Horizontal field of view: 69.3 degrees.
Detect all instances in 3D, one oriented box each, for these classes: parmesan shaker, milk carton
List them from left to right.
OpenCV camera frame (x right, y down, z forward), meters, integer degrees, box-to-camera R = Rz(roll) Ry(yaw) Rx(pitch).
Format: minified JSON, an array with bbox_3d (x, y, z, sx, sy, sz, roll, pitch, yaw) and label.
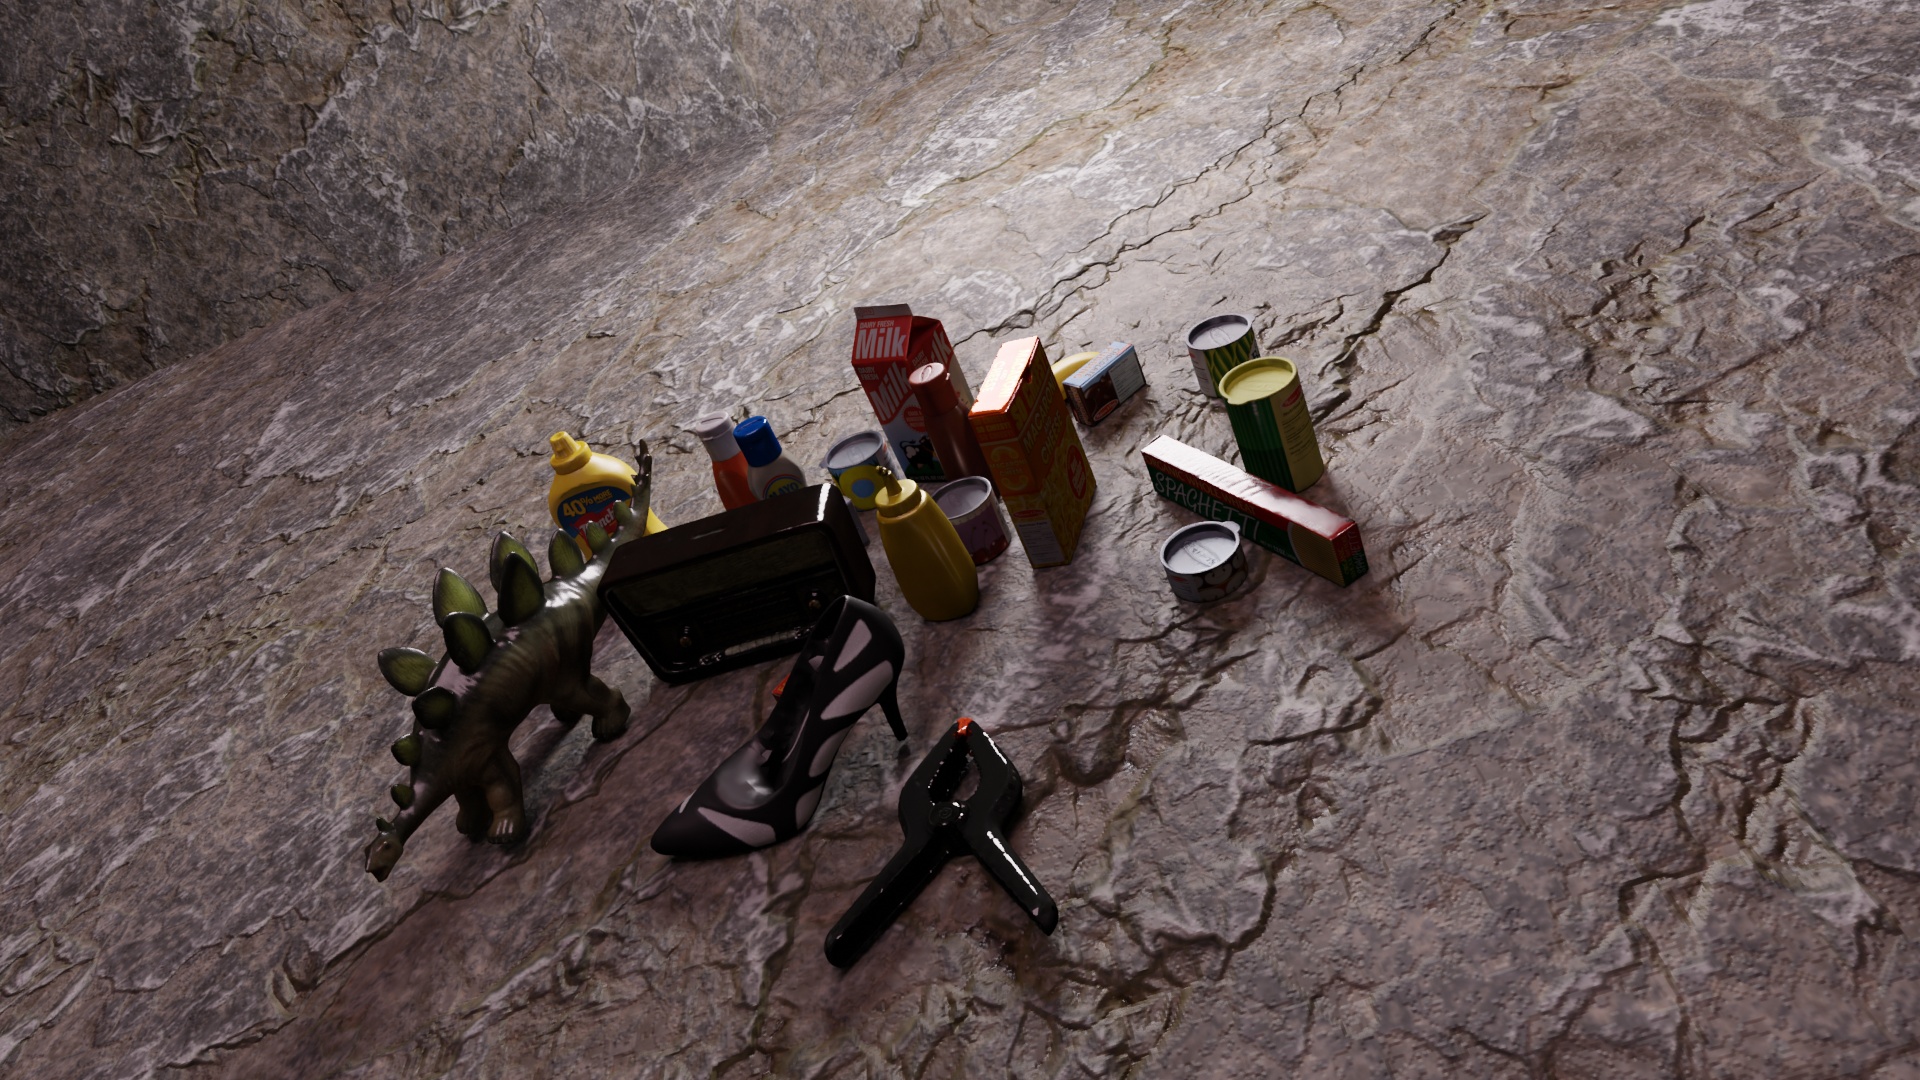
[{"bbox_3d":[-0.045,-0.155,1.397,0.072,0.189,0.074,1,40,35],"label":"milk carton"},{"bbox_3d":[0.265,-0.095,1.187,0.071,0.102,0.072,-17,32,11],"label":"parmesan shaker"}]

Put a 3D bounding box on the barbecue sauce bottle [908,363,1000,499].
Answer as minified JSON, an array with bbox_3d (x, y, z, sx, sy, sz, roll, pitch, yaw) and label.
[{"bbox_3d":[-0.005,-0.098,1.327,0.043,0.148,0.065,-12,34,20],"label":"barbecue sauce bottle"}]

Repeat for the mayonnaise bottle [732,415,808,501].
[{"bbox_3d":[-0.178,-0.053,1.375,0.065,0.147,0.041,-27,32,-5],"label":"mayonnaise bottle"}]

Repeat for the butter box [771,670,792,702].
[{"bbox_3d":[-0.109,0.114,1.173,0.024,0.053,0.104,11,46,43],"label":"butter box"}]

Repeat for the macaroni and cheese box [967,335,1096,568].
[{"bbox_3d":[0.068,-0.079,1.233,0.040,0.165,0.124,-8,35,25],"label":"macaroni and cheese box"}]

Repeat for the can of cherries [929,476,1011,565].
[{"bbox_3d":[0.005,-0.016,1.285,0.071,0.058,0.072,-17,32,11],"label":"can of cherries"}]

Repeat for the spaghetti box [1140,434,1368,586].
[{"bbox_3d":[0.238,-0.030,1.159,0.029,0.050,0.250,-34,33,-15],"label":"spaghetti box"}]

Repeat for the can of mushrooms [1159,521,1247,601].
[{"bbox_3d":[0.201,0.016,1.131,0.071,0.033,0.071,-17,32,11],"label":"can of mushrooms"}]

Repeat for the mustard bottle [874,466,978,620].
[{"bbox_3d":[-0.036,-0.003,1.196,0.065,0.159,0.049,-10,34,22],"label":"mustard bottle"}]

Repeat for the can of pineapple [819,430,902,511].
[{"bbox_3d":[-0.102,-0.071,1.437,0.071,0.057,0.071,-17,32,11],"label":"can of pineapple"}]

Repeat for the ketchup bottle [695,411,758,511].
[{"bbox_3d":[-0.221,-0.061,1.414,0.064,0.148,0.044,-8,35,24],"label":"ketchup bottle"}]

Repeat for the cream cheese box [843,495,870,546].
[{"bbox_3d":[-0.140,0.007,1.350,0.104,0.053,0.024,-39,34,-22],"label":"cream cheese box"}]

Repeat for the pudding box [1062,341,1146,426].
[{"bbox_3d":[0.147,-0.160,1.411,0.084,0.049,0.030,-40,35,-24],"label":"pudding box"}]

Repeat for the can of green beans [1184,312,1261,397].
[{"bbox_3d":[0.259,-0.181,1.360,0.071,0.057,0.071,-17,32,11],"label":"can of green beans"}]
